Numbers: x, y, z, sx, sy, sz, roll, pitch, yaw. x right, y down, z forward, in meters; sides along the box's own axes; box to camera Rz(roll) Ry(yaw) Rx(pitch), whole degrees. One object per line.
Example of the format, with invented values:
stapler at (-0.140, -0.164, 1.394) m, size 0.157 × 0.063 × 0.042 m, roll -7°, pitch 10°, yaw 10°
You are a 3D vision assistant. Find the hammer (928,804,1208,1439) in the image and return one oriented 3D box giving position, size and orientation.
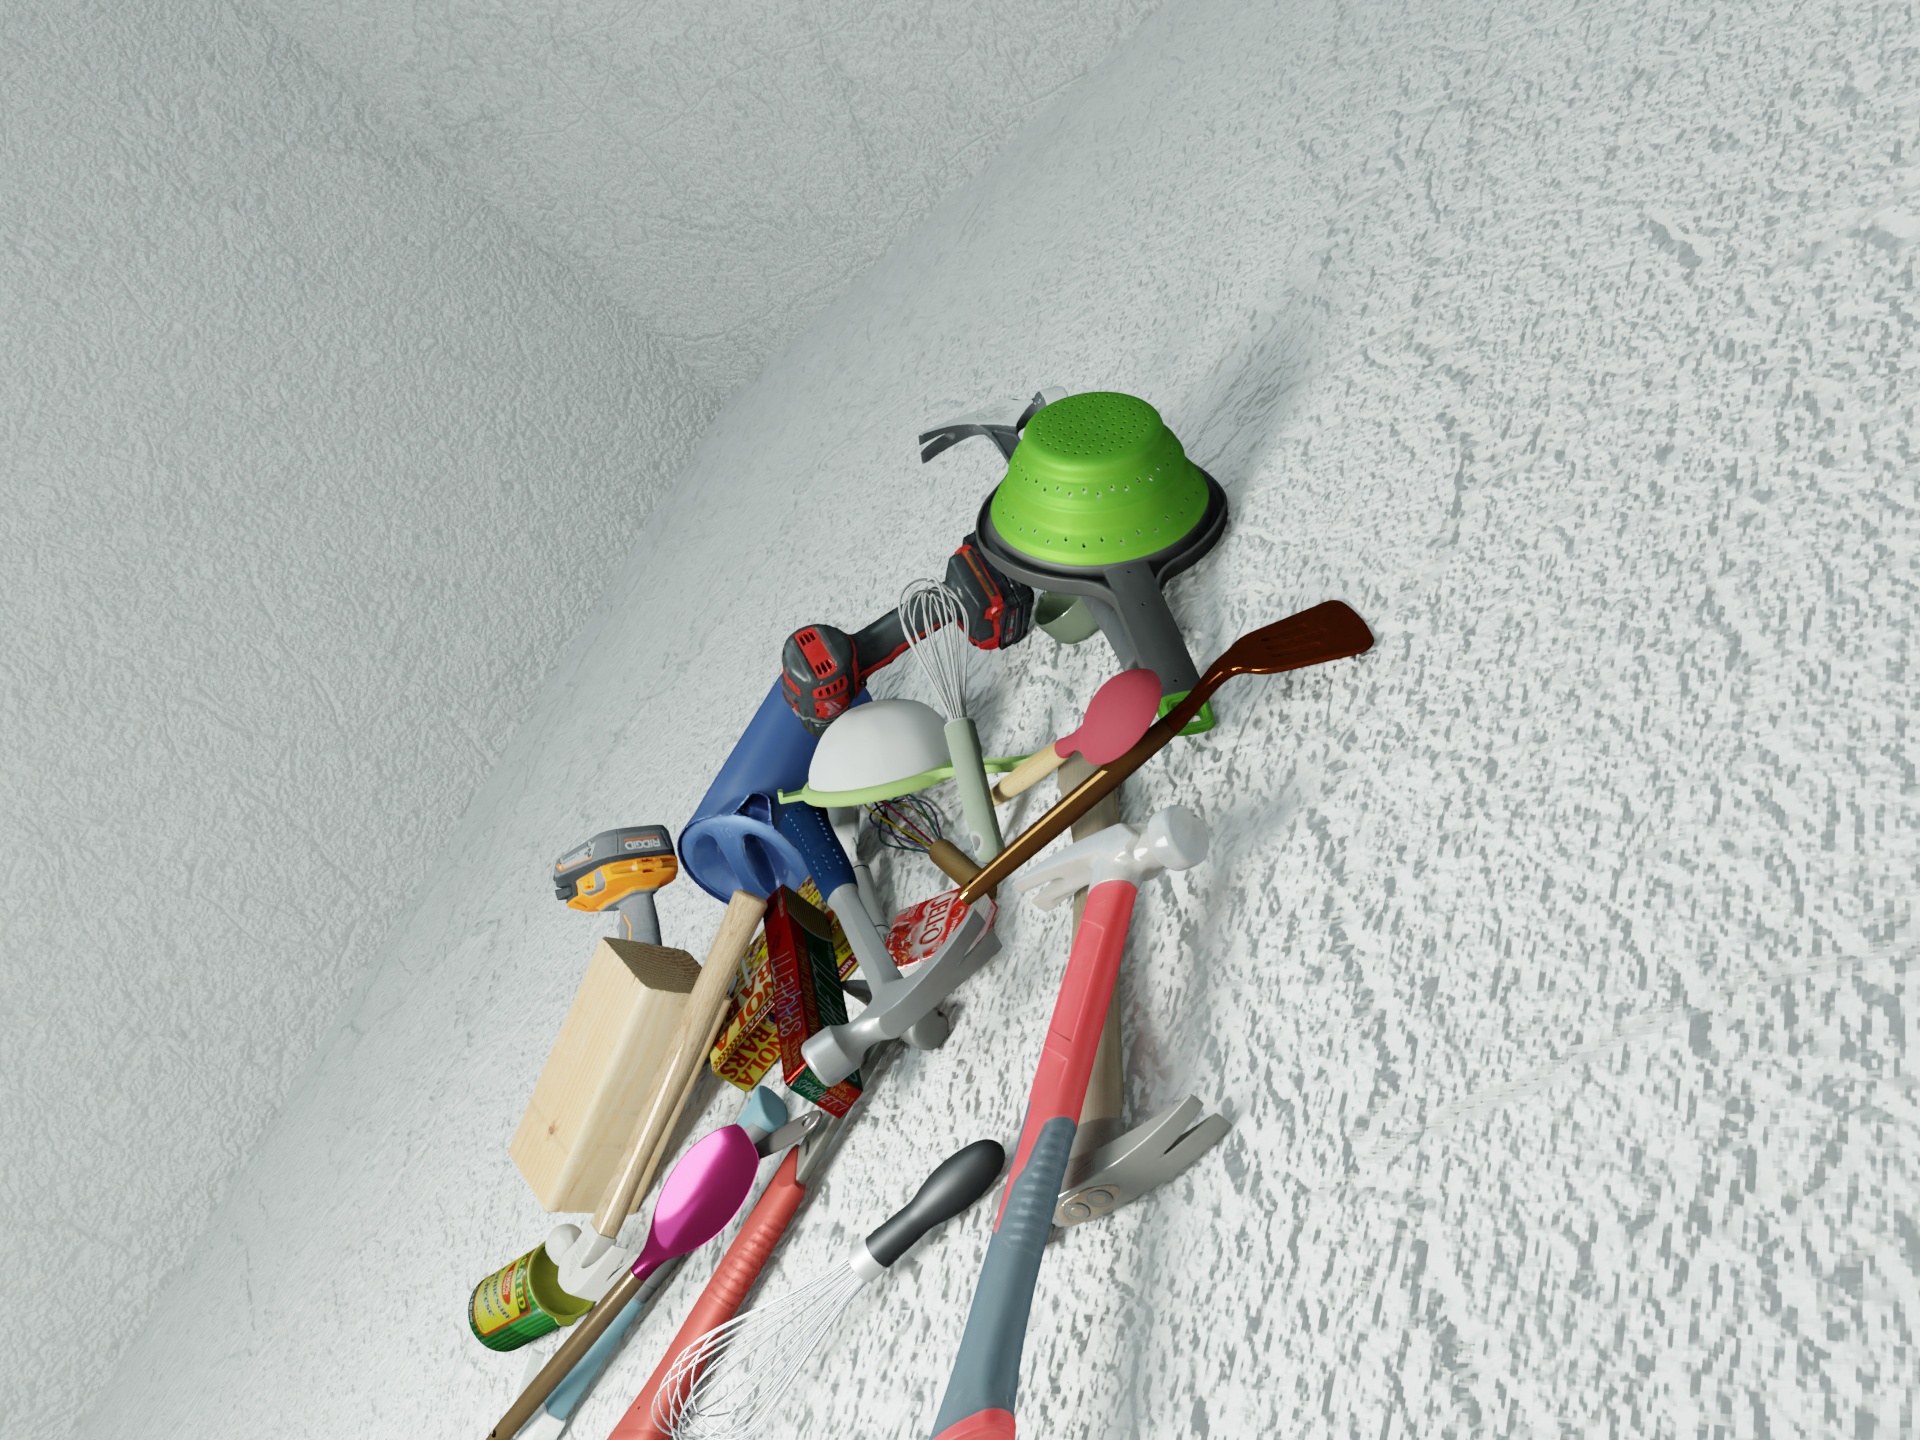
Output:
hammer at (0.040, 0.215, 0.862) m, size 0.143 × 0.038 × 0.387 m, roll -29°, pitch 29°, yaw 42°

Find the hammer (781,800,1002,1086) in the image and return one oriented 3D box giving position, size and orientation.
hammer at (-0.081, 0.133, 1.192) m, size 0.144 × 0.035 × 0.406 m, roll -36°, pitch 20°, yaw -3°

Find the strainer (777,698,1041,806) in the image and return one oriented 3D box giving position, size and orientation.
strainer at (-0.031, 0.016, 1.320) m, size 0.256 × 0.069 × 0.151 m, roll -5°, pitch 13°, yaw 44°

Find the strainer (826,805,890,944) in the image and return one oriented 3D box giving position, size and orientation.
strainer at (-0.090, 0.124, 1.358) m, size 0.259 × 0.050 × 0.086 m, roll -117°, pitch 31°, yaw -60°

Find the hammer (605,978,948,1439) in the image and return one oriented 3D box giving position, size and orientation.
hammer at (-0.136, 0.345, 1.119) m, size 0.359 × 0.036 × 0.149 m, roll -58°, pitch 22°, yaw -17°

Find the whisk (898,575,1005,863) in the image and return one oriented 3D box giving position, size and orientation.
whisk at (-0.002, -0.004, 1.248) m, size 0.057 × 0.059 × 0.246 m, roll -46°, pitch 52°, yaw 55°

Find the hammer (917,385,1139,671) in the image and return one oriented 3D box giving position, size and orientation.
hammer at (0.080, -0.162, 1.329) m, size 0.149 × 0.036 × 0.409 m, roll -15°, pitch 41°, yaw -8°

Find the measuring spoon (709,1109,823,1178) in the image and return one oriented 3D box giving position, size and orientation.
measuring spoon at (-0.142, 0.298, 1.131) m, size 0.124 × 0.018 × 0.034 m, roll -35°, pitch 26°, yaw 35°

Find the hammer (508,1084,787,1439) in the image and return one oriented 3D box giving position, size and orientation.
hammer at (-0.238, 0.423, 1.205) m, size 0.331 × 0.033 × 0.128 m, roll -54°, pitch 22°, yaw -7°

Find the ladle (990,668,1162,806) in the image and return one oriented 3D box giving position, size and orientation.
ladle at (0.067, 0.025, 1.132) m, size 0.069 × 0.031 × 0.315 m, roll -68°, pitch 9°, yaw -20°

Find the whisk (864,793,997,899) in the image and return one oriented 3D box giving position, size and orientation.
whisk at (-0.027, 0.100, 1.283) m, size 0.051 × 0.047 × 0.245 m, roll -51°, pitch 24°, yaw -3°

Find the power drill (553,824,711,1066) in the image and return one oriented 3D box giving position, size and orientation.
power drill at (-0.308, 0.225, 1.472) m, size 0.164 × 0.084 × 0.227 m, roll -29°, pitch 72°, yaw 46°

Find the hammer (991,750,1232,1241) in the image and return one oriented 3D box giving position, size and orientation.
hammer at (0.092, 0.129, 1.001) m, size 0.146 × 0.038 × 0.411 m, roll -38°, pitch 25°, yaw 28°

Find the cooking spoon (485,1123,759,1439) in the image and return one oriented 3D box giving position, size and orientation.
cooking spoon at (-0.247, 0.416, 1.149) m, size 0.319 × 0.017 × 0.069 m, roll -50°, pitch 50°, yaw 10°

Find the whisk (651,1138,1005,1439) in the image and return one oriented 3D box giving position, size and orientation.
whisk at (-0.080, 0.349, 0.972) m, size 0.284 × 0.070 × 0.070 m, roll -43°, pitch 22°, yaw 9°

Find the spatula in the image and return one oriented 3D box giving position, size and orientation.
spatula at (0.126, 0.025, 1.051) m, size 0.322 × 0.041 × 0.081 m, roll -41°, pitch 23°, yaw 13°

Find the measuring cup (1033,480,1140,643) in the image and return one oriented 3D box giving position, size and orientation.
measuring cup at (0.124, -0.134, 1.362) m, size 0.168 × 0.038 × 0.083 m, roll -57°, pitch 22°, yaw -21°

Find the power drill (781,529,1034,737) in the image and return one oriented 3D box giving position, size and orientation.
power drill at (-0.054, -0.064, 1.411) m, size 0.226 × 0.080 × 0.187 m, roll -28°, pitch -15°, yaw -11°

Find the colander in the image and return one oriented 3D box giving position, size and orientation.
colander at (0.122, -0.144, 1.203) m, size 0.204 × 0.094 × 0.398 m, roll -12°, pitch 41°, yaw -2°

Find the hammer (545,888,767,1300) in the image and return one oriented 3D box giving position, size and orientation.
hammer at (-0.229, 0.289, 1.236) m, size 0.130 × 0.031 × 0.331 m, roll 12°, pitch 76°, yaw 62°
